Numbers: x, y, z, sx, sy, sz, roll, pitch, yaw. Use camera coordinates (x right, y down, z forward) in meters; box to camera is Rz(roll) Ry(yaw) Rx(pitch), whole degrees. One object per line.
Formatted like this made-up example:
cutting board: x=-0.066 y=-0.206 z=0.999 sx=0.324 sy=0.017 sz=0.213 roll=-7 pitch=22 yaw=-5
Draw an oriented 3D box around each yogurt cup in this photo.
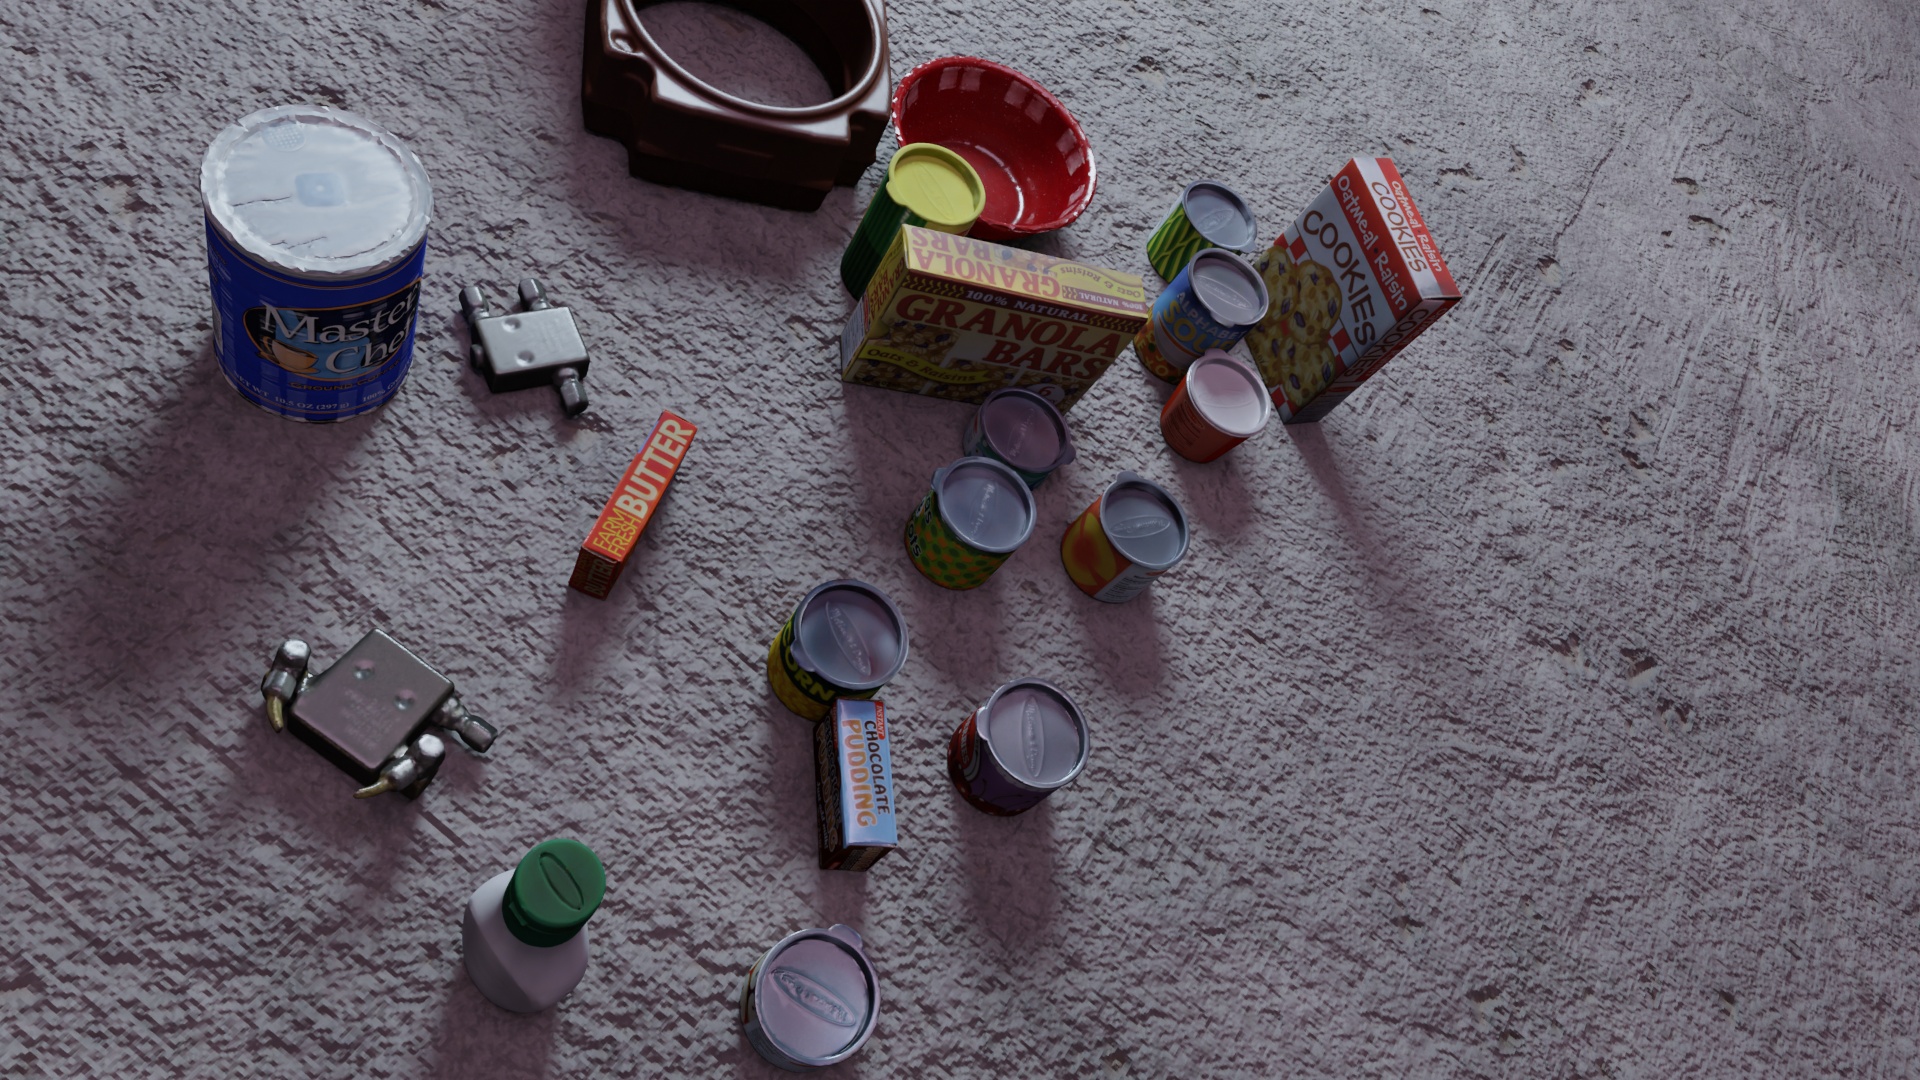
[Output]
yogurt cup: x=0.180 y=-0.092 z=0.996 sx=0.072 sy=0.053 sz=0.073 roll=12 pitch=59 yaw=-20

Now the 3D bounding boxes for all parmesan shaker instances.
parmesan shaker: x=-0.036 y=-0.204 z=0.925 sx=0.071 sy=0.102 sz=0.071 roll=12 pitch=59 yaw=-20

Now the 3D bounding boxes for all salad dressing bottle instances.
salad dressing bottle: x=-0.188 y=0.170 z=0.616 sx=0.044 sy=0.147 sz=0.064 roll=-32 pitch=80 yaw=-35

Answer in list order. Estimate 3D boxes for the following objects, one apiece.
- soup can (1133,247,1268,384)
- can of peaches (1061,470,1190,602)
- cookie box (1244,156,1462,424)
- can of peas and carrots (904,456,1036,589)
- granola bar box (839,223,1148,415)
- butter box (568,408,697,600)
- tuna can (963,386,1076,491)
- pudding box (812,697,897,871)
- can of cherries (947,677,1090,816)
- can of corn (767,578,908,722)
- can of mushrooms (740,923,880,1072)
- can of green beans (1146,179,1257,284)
soup can: x=0.173 y=-0.160 z=1.012 sx=0.071 sy=0.083 sz=0.071 roll=12 pitch=59 yaw=-20
can of peaches: x=0.106 y=-0.002 z=0.908 sx=0.071 sy=0.057 sz=0.071 roll=12 pitch=59 yaw=-20
cookie box: x=0.277 y=-0.181 z=1.022 sx=0.040 sy=0.166 sz=0.123 roll=-7 pitch=67 yaw=-28
can of peas and carrots: x=0.003 y=-0.011 z=0.863 sx=0.071 sy=0.058 sz=0.071 roll=12 pitch=59 yaw=-20
granola bar box: x=0.019 y=-0.137 z=0.901 sx=0.166 sy=0.123 sz=0.039 roll=7 pitch=61 yaw=-22
butter box: x=-0.184 y=-0.020 z=0.782 sx=0.024 sy=0.053 sz=0.104 roll=28 pitch=55 yaw=-9
tuna can: x=0.039 y=-0.065 z=0.927 sx=0.071 sy=0.032 sz=0.071 roll=12 pitch=59 yaw=-20
pudding box: x=-0.058 y=0.133 z=0.759 sx=0.030 sy=0.049 sz=0.084 roll=6 pitch=61 yaw=-23
can of cherries: x=0.030 y=0.119 z=0.804 sx=0.071 sy=0.058 sz=0.072 roll=12 pitch=59 yaw=-20
can of corn: x=-0.072 y=0.064 z=0.785 sx=0.071 sy=0.058 sz=0.071 roll=12 pitch=59 yaw=-20
can of mushrooms: x=-0.075 y=0.232 z=0.706 sx=0.071 sy=0.033 sz=0.071 roll=12 pitch=59 yaw=-20
can of green beans: x=0.186 y=-0.235 z=1.077 sx=0.071 sy=0.057 sz=0.071 roll=12 pitch=59 yaw=-20
